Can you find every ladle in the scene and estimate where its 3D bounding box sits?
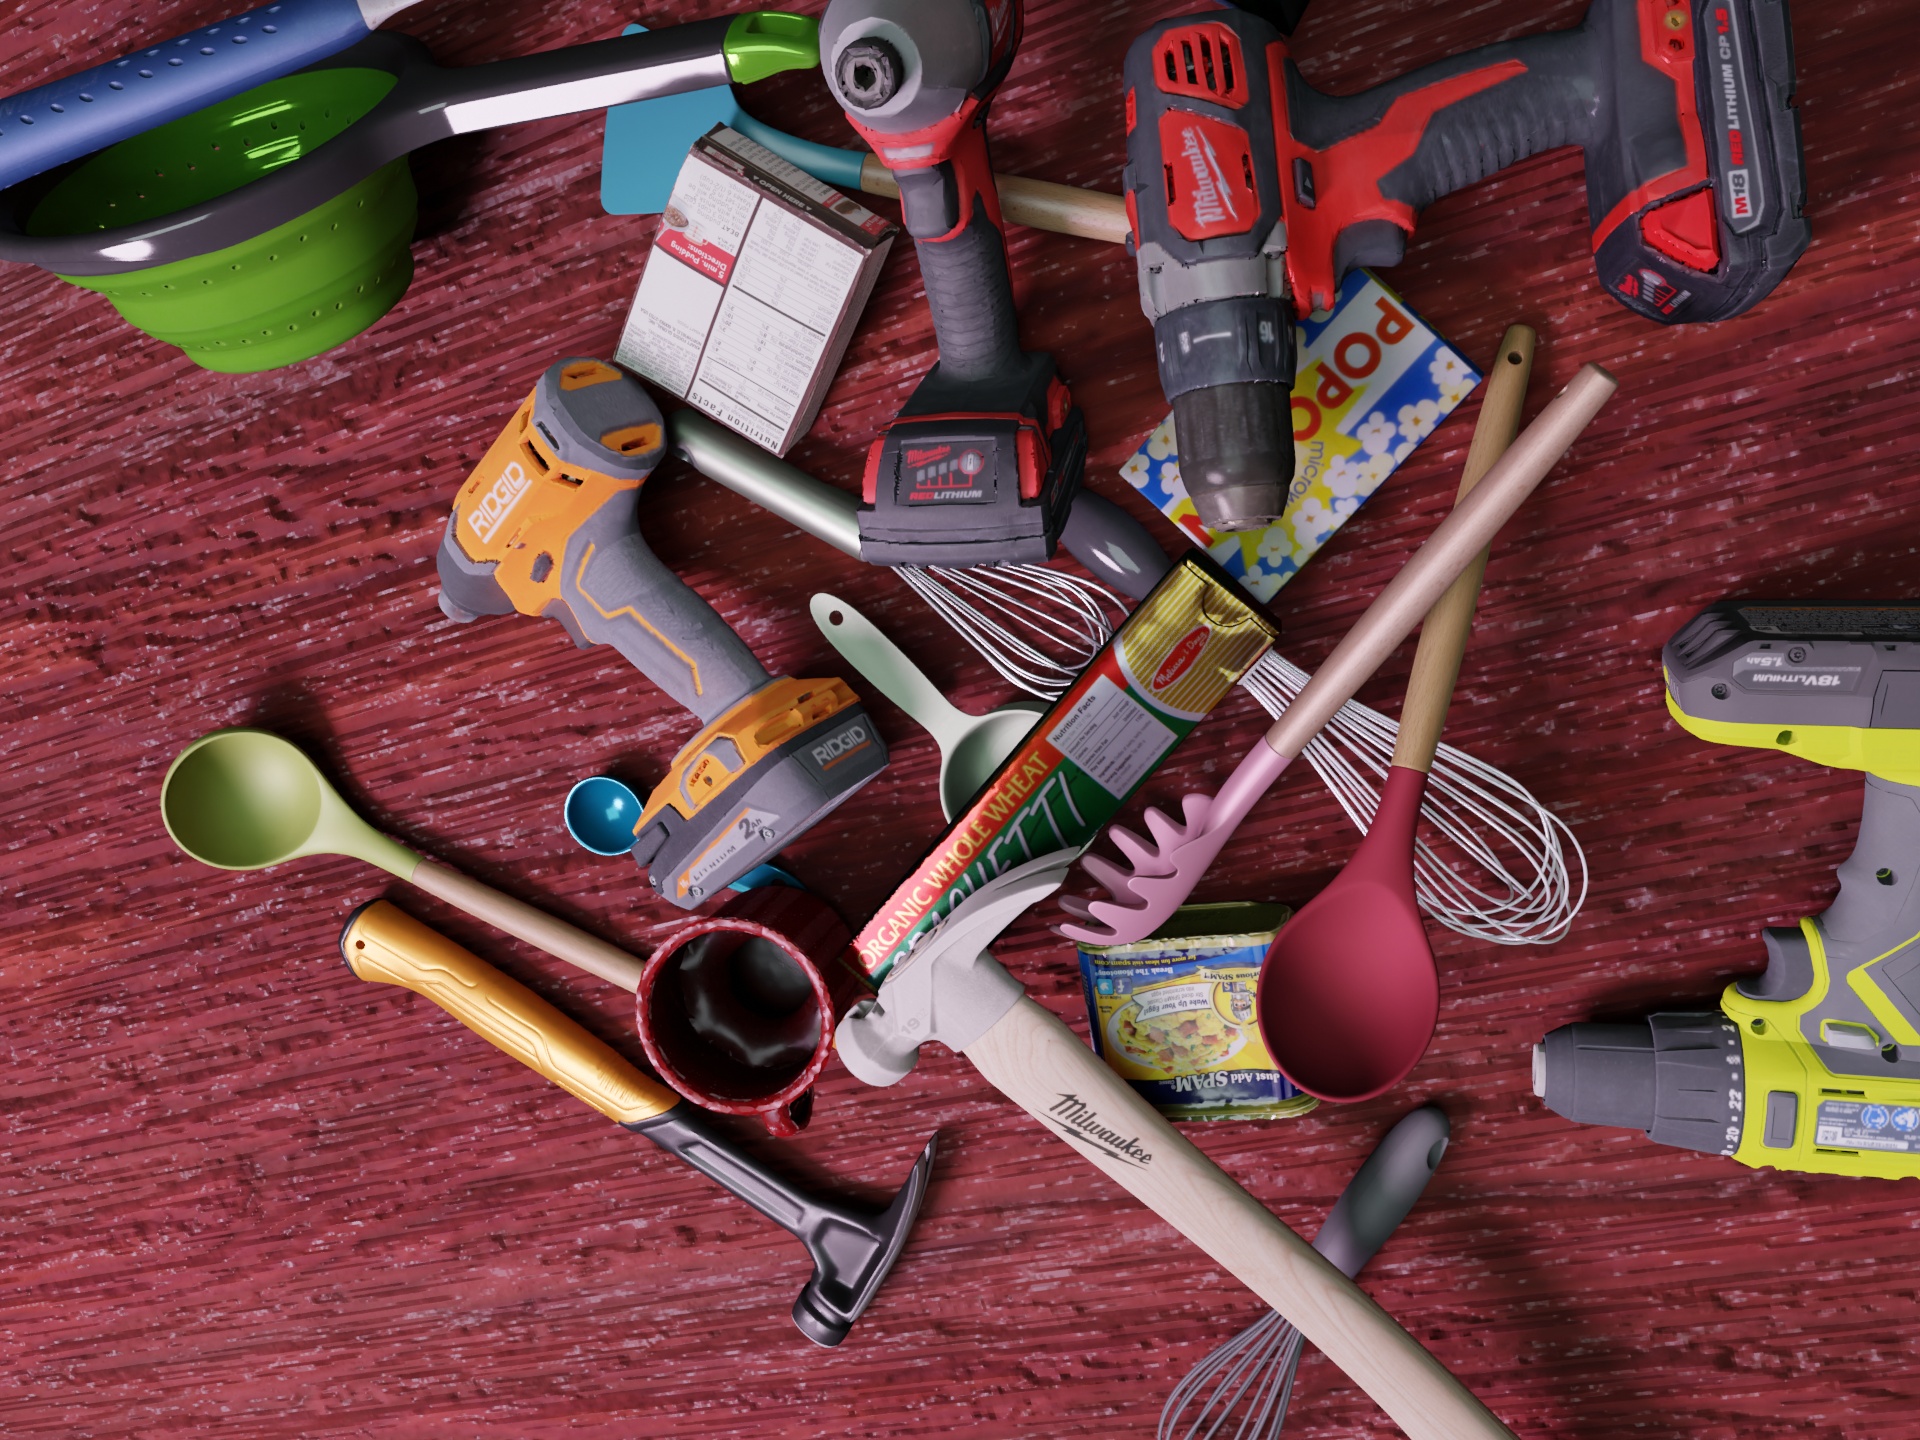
[{"bbox_3d":[-0.260,0.091,0.814,0.320,0.062,0.078,24,100,7],"label":"ladle"},{"bbox_3d":[0.182,-0.006,0.628,0.069,0.031,0.315,15,86,11],"label":"ladle"}]

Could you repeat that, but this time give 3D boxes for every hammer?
[{"bbox_3d":[0.140,0.227,0.680,0.410,0.038,0.146,42,121,-3],"label":"hammer"},{"bbox_3d":[-0.175,0.184,0.821,0.337,0.034,0.127,30,110,8],"label":"hammer"},{"bbox_3d":[-0.230,-0.289,0.638,0.405,0.035,0.144,-18,61,5],"label":"hammer"}]

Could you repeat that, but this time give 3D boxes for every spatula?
[{"bbox_3d":[-0.013,-0.232,0.684,0.317,0.044,0.082,14,107,8],"label":"spatula"}]

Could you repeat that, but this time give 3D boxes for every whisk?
[{"bbox_3d":[0.145,-0.008,0.676,0.285,0.070,0.070,42,110,9],"label":"whisk"},{"bbox_3d":[-0.031,-0.079,0.716,0.246,0.057,0.059,29,75,11],"label":"whisk"},{"bbox_3d":[0.160,0.276,0.742,0.055,0.055,0.239,31,105,7],"label":"whisk"}]

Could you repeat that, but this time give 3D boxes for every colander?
[{"bbox_3d":[-0.236,-0.227,0.690,0.397,0.205,0.094,-4,133,15],"label":"colander"}]

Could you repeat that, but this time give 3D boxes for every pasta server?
[{"bbox_3d":[0.135,-0.013,0.622,0.040,0.060,0.316,33,122,-4],"label":"pasta server"}]

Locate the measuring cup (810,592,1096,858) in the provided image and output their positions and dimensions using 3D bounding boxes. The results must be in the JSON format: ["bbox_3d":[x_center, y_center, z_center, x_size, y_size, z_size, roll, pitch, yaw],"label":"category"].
[{"bbox_3d":[-0.001,-0.002,0.726,0.167,0.038,0.083,43,110,5],"label":"measuring cup"}]

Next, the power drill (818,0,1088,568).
[{"bbox_3d":[-0.005,-0.175,0.606,0.078,0.143,0.219,0,121,14],"label":"power drill"}]

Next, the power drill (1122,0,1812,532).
[{"bbox_3d":[0.175,-0.172,0.580,0.226,0.080,0.188,-5,89,8],"label":"power drill"}]

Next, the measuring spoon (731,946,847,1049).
[{"bbox_3d":[-0.081,0.144,0.796,0.117,0.011,0.021,33,109,7],"label":"measuring spoon"}]

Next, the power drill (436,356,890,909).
[{"bbox_3d":[-0.153,-0.031,0.736,0.164,0.084,0.226,-38,86,38],"label":"power drill"}]

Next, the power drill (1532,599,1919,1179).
[{"bbox_3d":[0.331,0.072,0.627,0.190,0.080,0.228,1,106,15],"label":"power drill"}]

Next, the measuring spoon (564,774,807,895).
[{"bbox_3d":[-0.134,0.061,0.794,0.128,0.021,0.042,22,111,1],"label":"measuring spoon"}]
